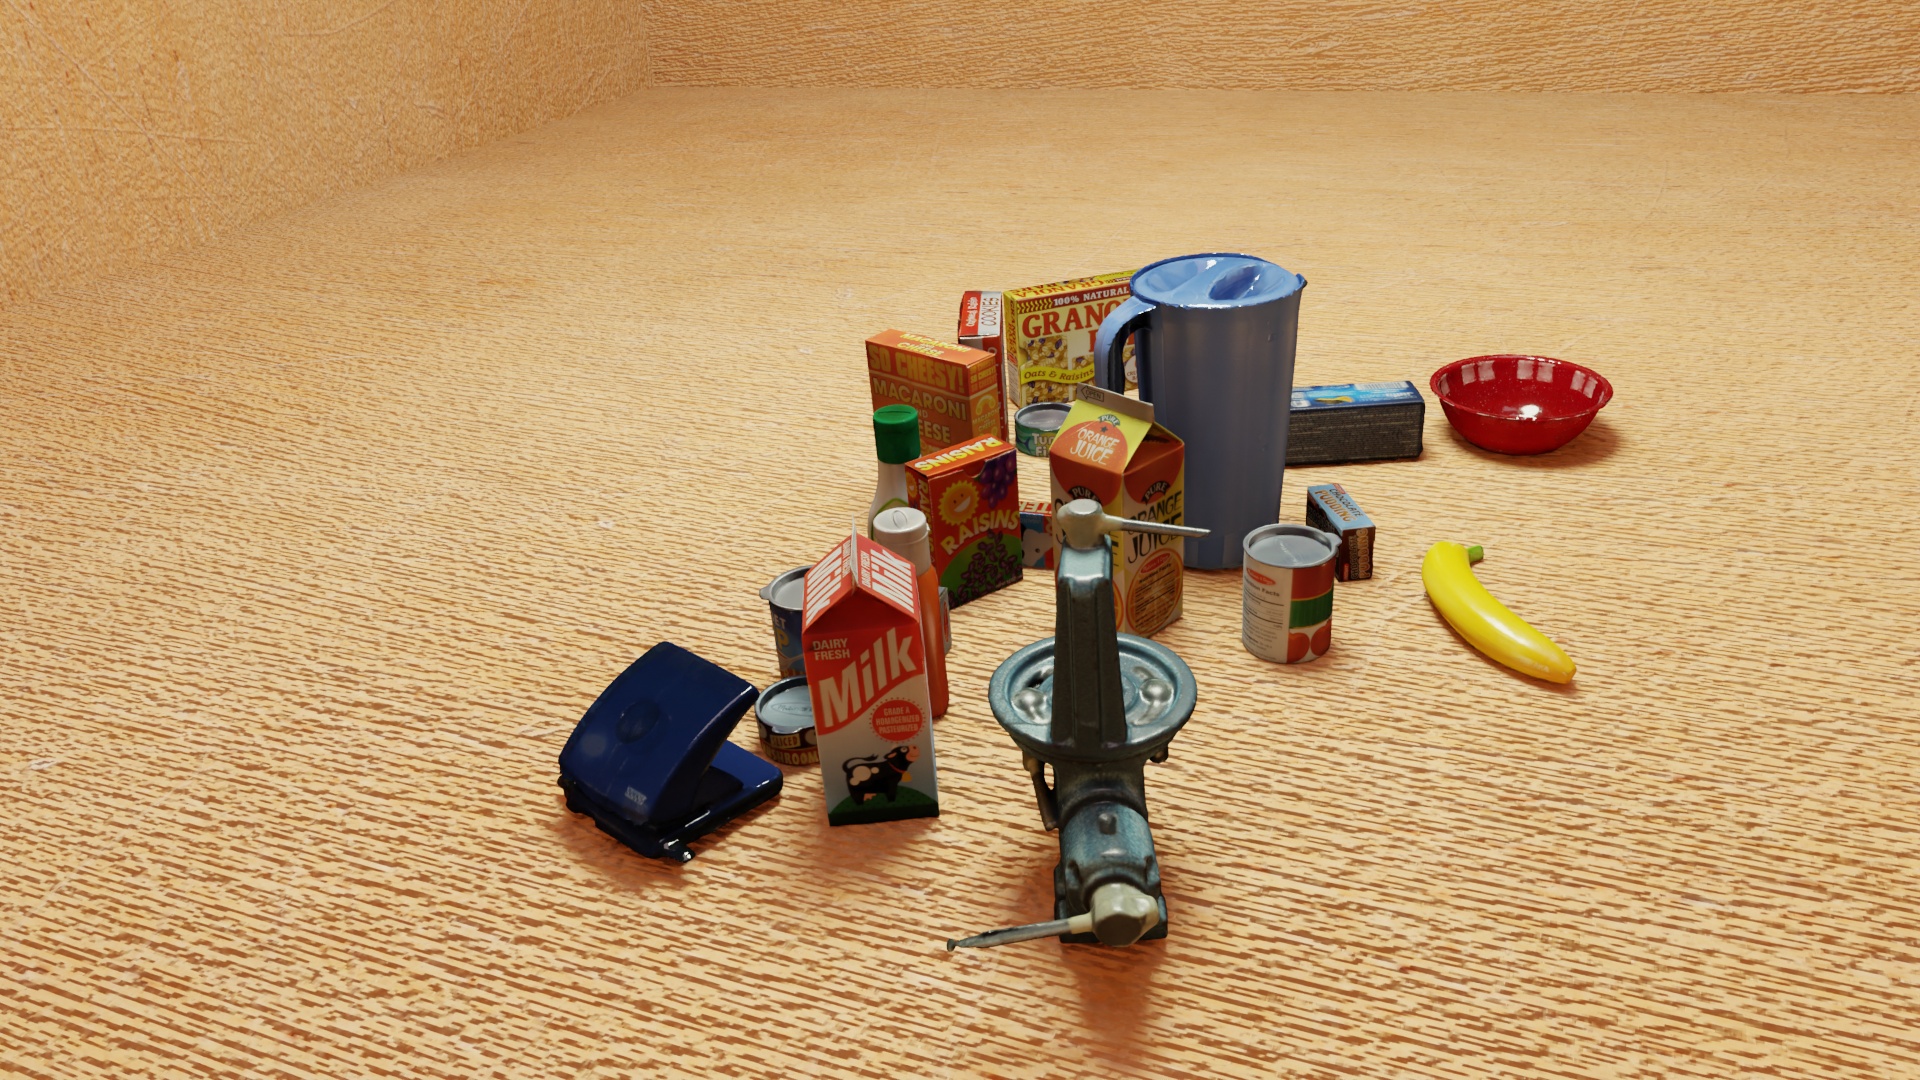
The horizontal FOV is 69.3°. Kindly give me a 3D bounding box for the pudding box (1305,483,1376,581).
[{"bbox_3d":[0.310,-0.008,1.137,0.030,0.049,0.084,-7,28,-4],"label":"pudding box"}]

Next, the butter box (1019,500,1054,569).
[{"bbox_3d":[0.089,-0.002,1.155,0.103,0.053,0.024,4,29,16],"label":"butter box"}]

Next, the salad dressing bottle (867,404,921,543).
[{"bbox_3d":[-0.048,-0.037,1.141,0.064,0.147,0.044,1,28,10],"label":"salad dressing bottle"}]

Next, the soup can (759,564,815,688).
[{"bbox_3d":[-0.106,0.069,1.016,0.071,0.083,0.072,-4,28,2],"label":"soup can"}]

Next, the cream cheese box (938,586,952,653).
[{"bbox_3d":[-0.060,0.059,1.061,0.104,0.053,0.024,5,29,18],"label":"cream cheese box"}]

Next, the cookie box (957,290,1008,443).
[{"bbox_3d":[0.023,-0.134,1.291,0.040,0.166,0.123,-3,28,3],"label":"cookie box"}]

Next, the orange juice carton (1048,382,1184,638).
[{"bbox_3d":[0.117,-0.022,1.039,0.073,0.191,0.072,-27,35,-36],"label":"orange juice carton"}]

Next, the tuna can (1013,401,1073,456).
[{"bbox_3d":[0.087,-0.109,1.378,0.071,0.032,0.071,-3,28,2],"label":"tuna can"}]

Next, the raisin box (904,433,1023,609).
[{"bbox_3d":[0.004,-0.014,1.115,0.086,0.122,0.040,-21,32,-28],"label":"raisin box"}]

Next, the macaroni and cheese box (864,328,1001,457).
[{"bbox_3d":[-0.021,-0.094,1.224,0.124,0.165,0.040,20,36,38],"label":"macaroni and cheese box"}]

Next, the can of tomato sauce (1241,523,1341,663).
[{"bbox_3d":[0.243,0.039,1.023,0.071,0.082,0.071,-4,28,2],"label":"can of tomato sauce"}]

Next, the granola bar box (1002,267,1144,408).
[{"bbox_3d":[0.132,-0.214,1.472,0.166,0.123,0.039,-12,29,-14],"label":"granola bar box"}]

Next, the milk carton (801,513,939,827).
[{"bbox_3d":[-0.058,0.082,0.873,0.073,0.189,0.072,-6,28,-2],"label":"milk carton"}]

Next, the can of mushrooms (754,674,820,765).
[{"bbox_3d":[-0.109,0.125,0.964,0.071,0.033,0.071,-3,28,2],"label":"can of mushrooms"}]

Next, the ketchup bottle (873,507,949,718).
[{"bbox_3d":[-0.035,0.050,0.973,0.043,0.148,0.065,-9,28,-9],"label":"ketchup bottle"}]
